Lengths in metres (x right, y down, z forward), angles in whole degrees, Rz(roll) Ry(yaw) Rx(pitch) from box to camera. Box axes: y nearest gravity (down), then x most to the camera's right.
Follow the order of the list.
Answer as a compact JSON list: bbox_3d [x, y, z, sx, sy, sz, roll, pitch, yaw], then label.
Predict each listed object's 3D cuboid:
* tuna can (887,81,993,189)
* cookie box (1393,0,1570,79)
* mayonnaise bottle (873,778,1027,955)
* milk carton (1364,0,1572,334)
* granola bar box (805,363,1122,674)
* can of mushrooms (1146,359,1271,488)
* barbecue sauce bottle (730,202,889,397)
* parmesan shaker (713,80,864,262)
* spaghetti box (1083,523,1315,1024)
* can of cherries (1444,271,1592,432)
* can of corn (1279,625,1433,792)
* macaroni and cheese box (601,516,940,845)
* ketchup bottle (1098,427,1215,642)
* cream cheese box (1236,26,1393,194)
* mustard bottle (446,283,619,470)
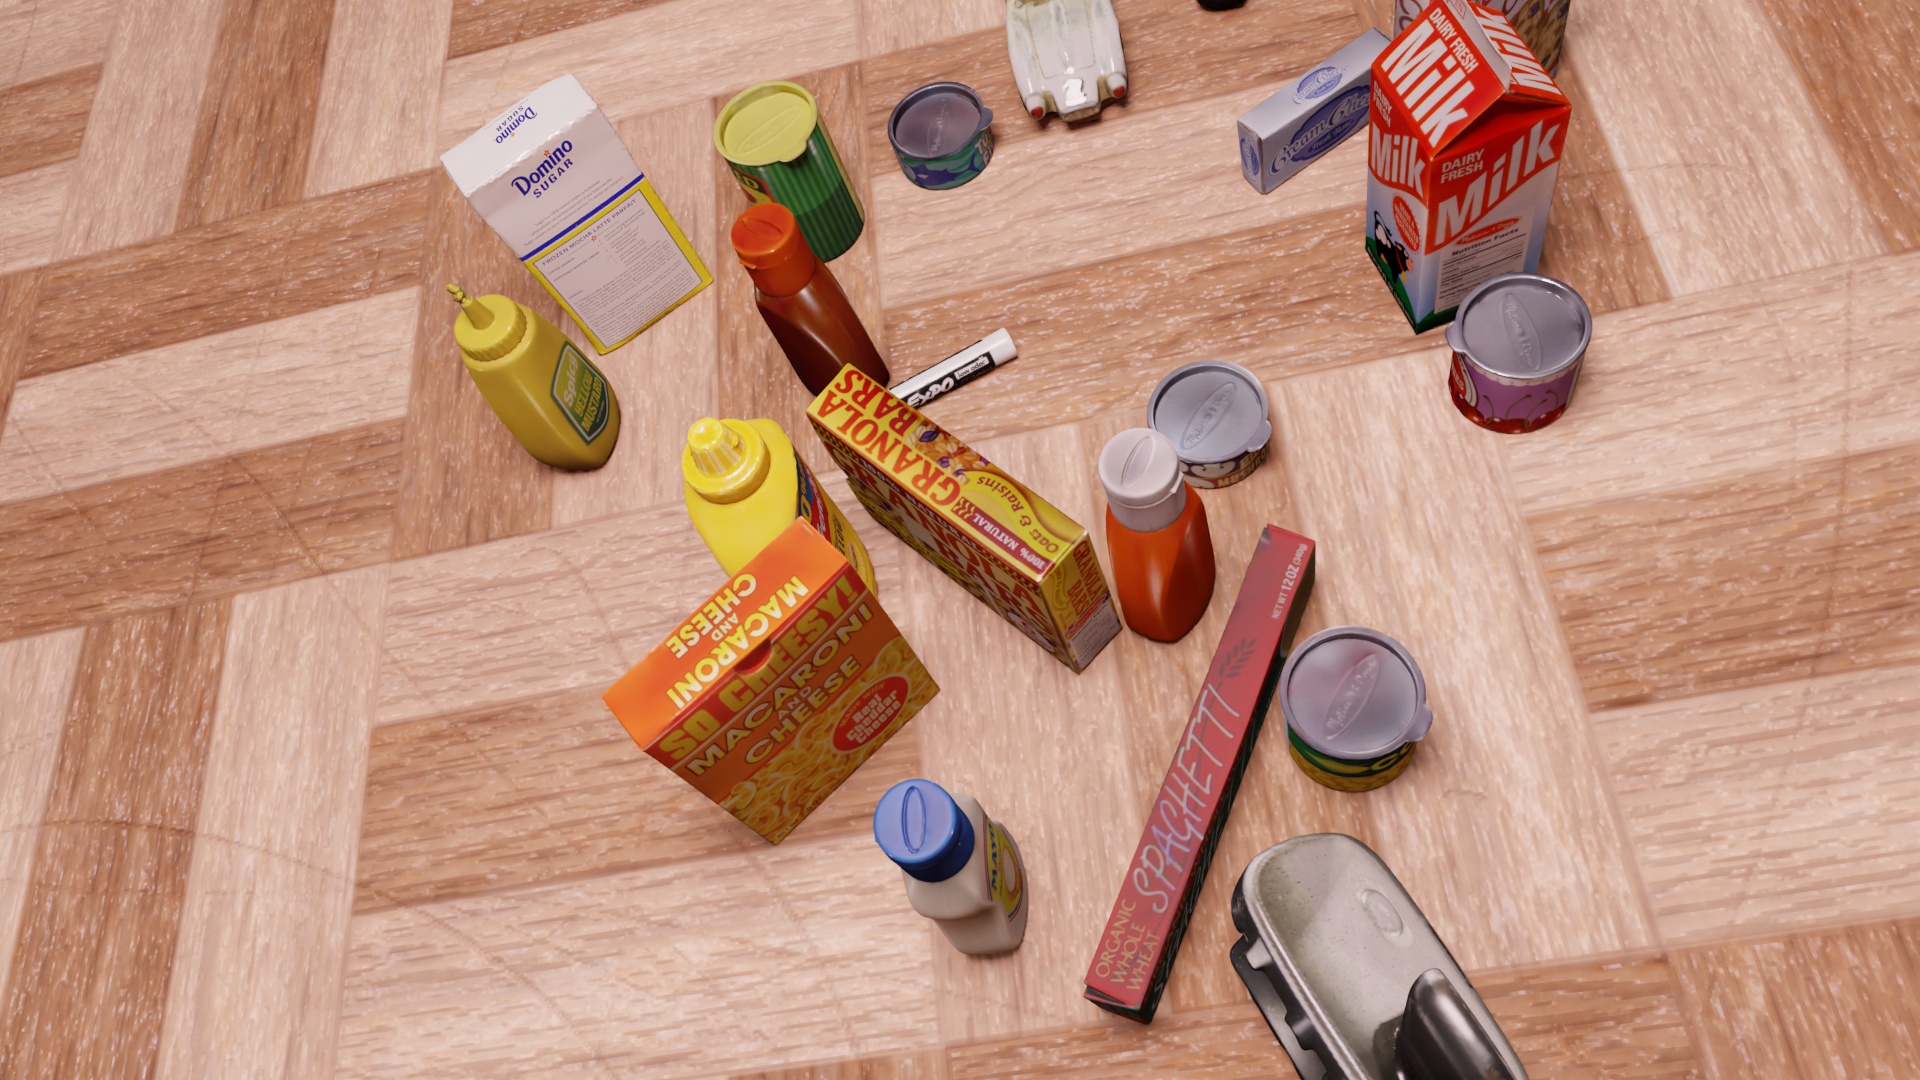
[{"bbox_3d":[-0.010,-0.267,0.917,0.071,0.032,0.071,-6,63,12],"label":"tuna can"},{"bbox_3d":[0.290,-0.285,0.771,0.040,0.167,0.123,37,78,27],"label":"cookie box"},{"bbox_3d":[-0.002,0.148,0.638,0.041,0.147,0.065,-9,62,11],"label":"mayonnaise bottle"},{"bbox_3d":[0.260,-0.199,0.722,0.073,0.190,0.072,-21,61,4],"label":"milk carton"},{"bbox_3d":[0.003,-0.009,0.730,0.166,0.123,0.039,37,78,27],"label":"granola bar box"},{"bbox_3d":[0.141,-0.063,0.774,0.071,0.033,0.071,-6,63,12],"label":"can of mushrooms"},{"bbox_3d":[-0.089,-0.134,0.803,0.065,0.148,0.044,29,74,25],"label":"barbecue sauce bottle"},{"bbox_3d":[-0.105,-0.229,0.882,0.071,0.102,0.071,-6,63,12],"label":"parmesan shaker"},{"bbox_3d":[0.121,0.111,0.681,0.029,0.050,0.251,17,69,22],"label":"spaghetti box"},{"bbox_3d":[0.293,-0.099,0.738,0.071,0.058,0.072,-6,63,12],"label":"can of cherries"},{"bbox_3d":[0.191,0.084,0.672,0.071,0.058,0.071,-6,63,12],"label":"can of corn"},{"bbox_3d":[-0.085,0.075,0.686,0.124,0.166,0.040,-43,62,-9],"label":"macaroni and cheese box"},{"bbox_3d":[0.098,-0.004,0.689,0.043,0.148,0.065,19,70,22],"label":"ketchup bottle"},{"bbox_3d":[0.217,-0.259,0.842,0.104,0.053,0.024,-35,61,-4],"label":"cream cheese box"},{"bbox_3d":[-0.256,-0.101,0.823,0.049,0.159,0.065,-1,64,14],"label":"mustard bottle"}]
